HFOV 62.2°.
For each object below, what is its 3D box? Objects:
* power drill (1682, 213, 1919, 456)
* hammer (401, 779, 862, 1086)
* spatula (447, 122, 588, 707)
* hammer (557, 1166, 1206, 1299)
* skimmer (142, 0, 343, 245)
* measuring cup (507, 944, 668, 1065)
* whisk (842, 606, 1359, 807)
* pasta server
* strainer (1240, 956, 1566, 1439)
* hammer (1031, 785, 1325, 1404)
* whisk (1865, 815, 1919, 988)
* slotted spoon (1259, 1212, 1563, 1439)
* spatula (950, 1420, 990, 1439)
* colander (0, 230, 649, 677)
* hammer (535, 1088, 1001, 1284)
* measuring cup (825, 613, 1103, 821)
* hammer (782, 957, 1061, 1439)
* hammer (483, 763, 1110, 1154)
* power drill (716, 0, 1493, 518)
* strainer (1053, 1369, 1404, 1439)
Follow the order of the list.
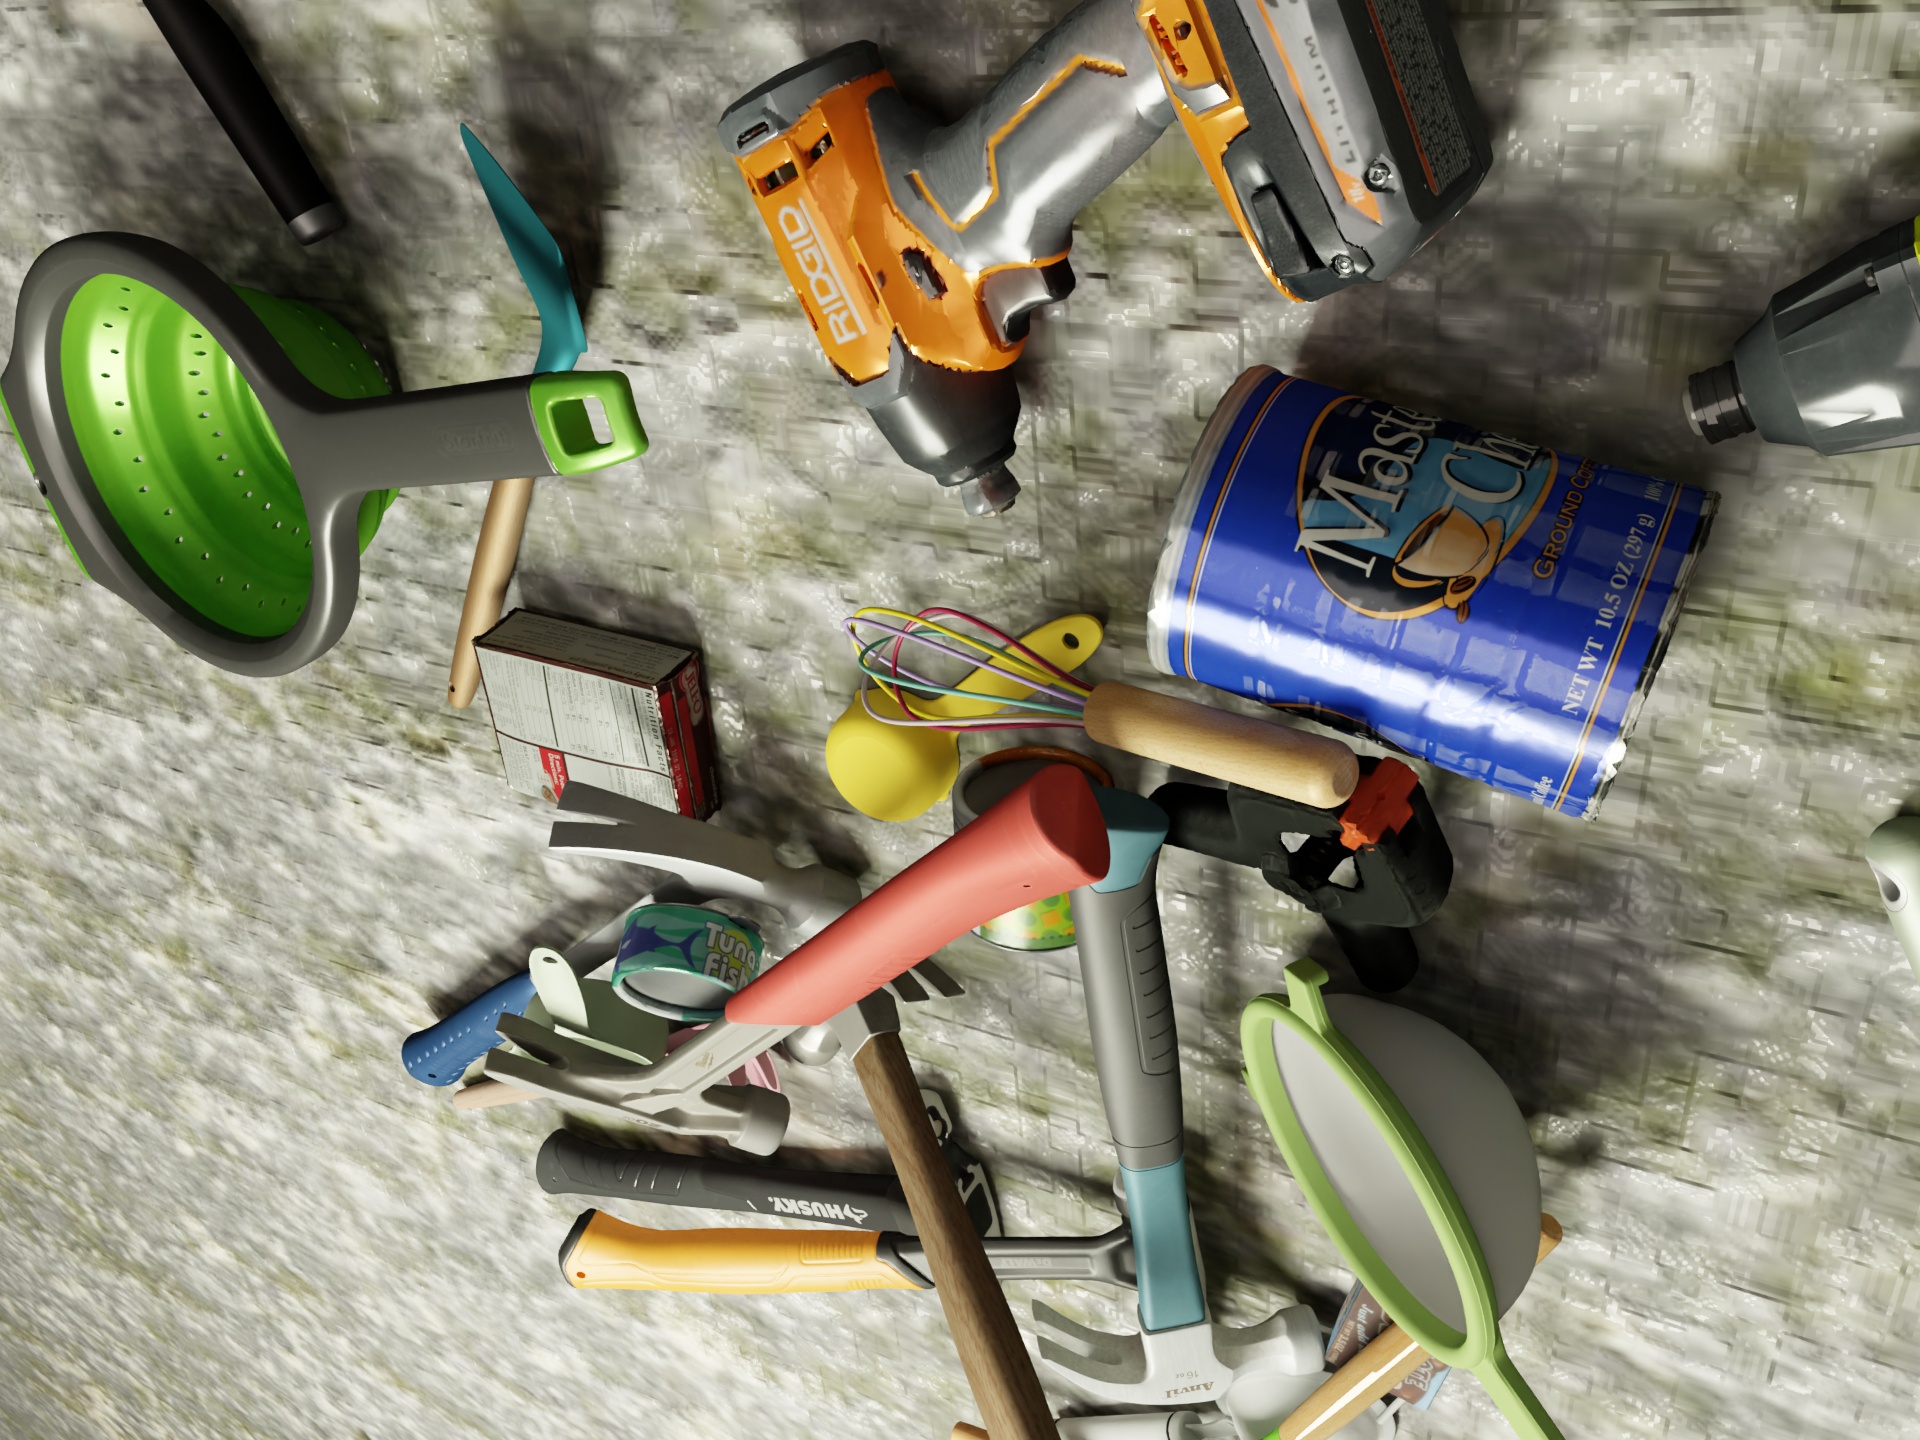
[{"bbox_3d":[0.306,-0.034,0.409,0.171,0.080,0.223,-18,104,38],"label":"power drill"},{"bbox_3d":[-0.220,0.134,0.854,0.144,0.035,0.405,26,143,-26],"label":"hammer"},{"bbox_3d":[-0.210,-0.108,0.711,0.082,0.044,0.317,52,137,22],"label":"spatula"},{"bbox_3d":[-0.046,0.276,0.800,0.337,0.034,0.127,-5,115,17],"label":"hammer"},{"bbox_3d":[-0.392,-0.348,0.642,0.363,0.090,0.127,60,163,-17],"label":"skimmer"},{"bbox_3d":[-0.186,0.135,0.781,0.083,0.038,0.167,7,146,2],"label":"measuring cup"},{"bbox_3d":[0.038,-0.005,0.560,0.245,0.051,0.047,17,110,49],"label":"whisk"},{"bbox_3d":[-0.215,0.212,0.926,0.316,0.060,0.040,-21,66,42],"label":"pasta server"},{"bbox_3d":[0.199,0.198,0.578,0.257,0.069,0.151,57,167,26],"label":"strainer"},{"bbox_3d":[0.079,0.168,0.659,0.128,0.033,0.330,-11,120,-1],"label":"hammer"},{"bbox_3d":[0.349,0.137,0.515,0.059,0.058,0.246,-28,101,6],"label":"whisk"},{"bbox_3d":[0.159,0.303,0.699,0.070,0.031,0.313,39,125,11],"label":"slotted spoon"},{"bbox_3d":[0.142,0.411,0.810,0.323,0.041,0.080,10,141,27],"label":"spatula"},{"bbox_3d":[-0.260,-0.128,0.690,0.397,0.094,0.204,2,118,34],"label":"colander"},{"bbox_3d":[-0.122,0.270,0.906,0.335,0.035,0.146,-6,114,36],"label":"hammer"},{"bbox_3d":[-0.001,-0.002,0.653,0.156,0.029,0.062,-32,99,43],"label":"measuring cup"},{"bbox_3d":[0.003,0.244,0.693,0.130,0.031,0.332,-57,48,45],"label":"hammer"},{"bbox_3d":[-0.067,0.104,0.649,0.149,0.037,0.359,24,142,-23],"label":"hammer"},{"bbox_3d":[0.039,-0.157,0.497,0.226,0.084,0.164,-10,113,42],"label":"power drill"},{"bbox_3d":[0.121,0.364,0.809,0.086,0.050,0.258,43,138,-18],"label":"strainer"}]
